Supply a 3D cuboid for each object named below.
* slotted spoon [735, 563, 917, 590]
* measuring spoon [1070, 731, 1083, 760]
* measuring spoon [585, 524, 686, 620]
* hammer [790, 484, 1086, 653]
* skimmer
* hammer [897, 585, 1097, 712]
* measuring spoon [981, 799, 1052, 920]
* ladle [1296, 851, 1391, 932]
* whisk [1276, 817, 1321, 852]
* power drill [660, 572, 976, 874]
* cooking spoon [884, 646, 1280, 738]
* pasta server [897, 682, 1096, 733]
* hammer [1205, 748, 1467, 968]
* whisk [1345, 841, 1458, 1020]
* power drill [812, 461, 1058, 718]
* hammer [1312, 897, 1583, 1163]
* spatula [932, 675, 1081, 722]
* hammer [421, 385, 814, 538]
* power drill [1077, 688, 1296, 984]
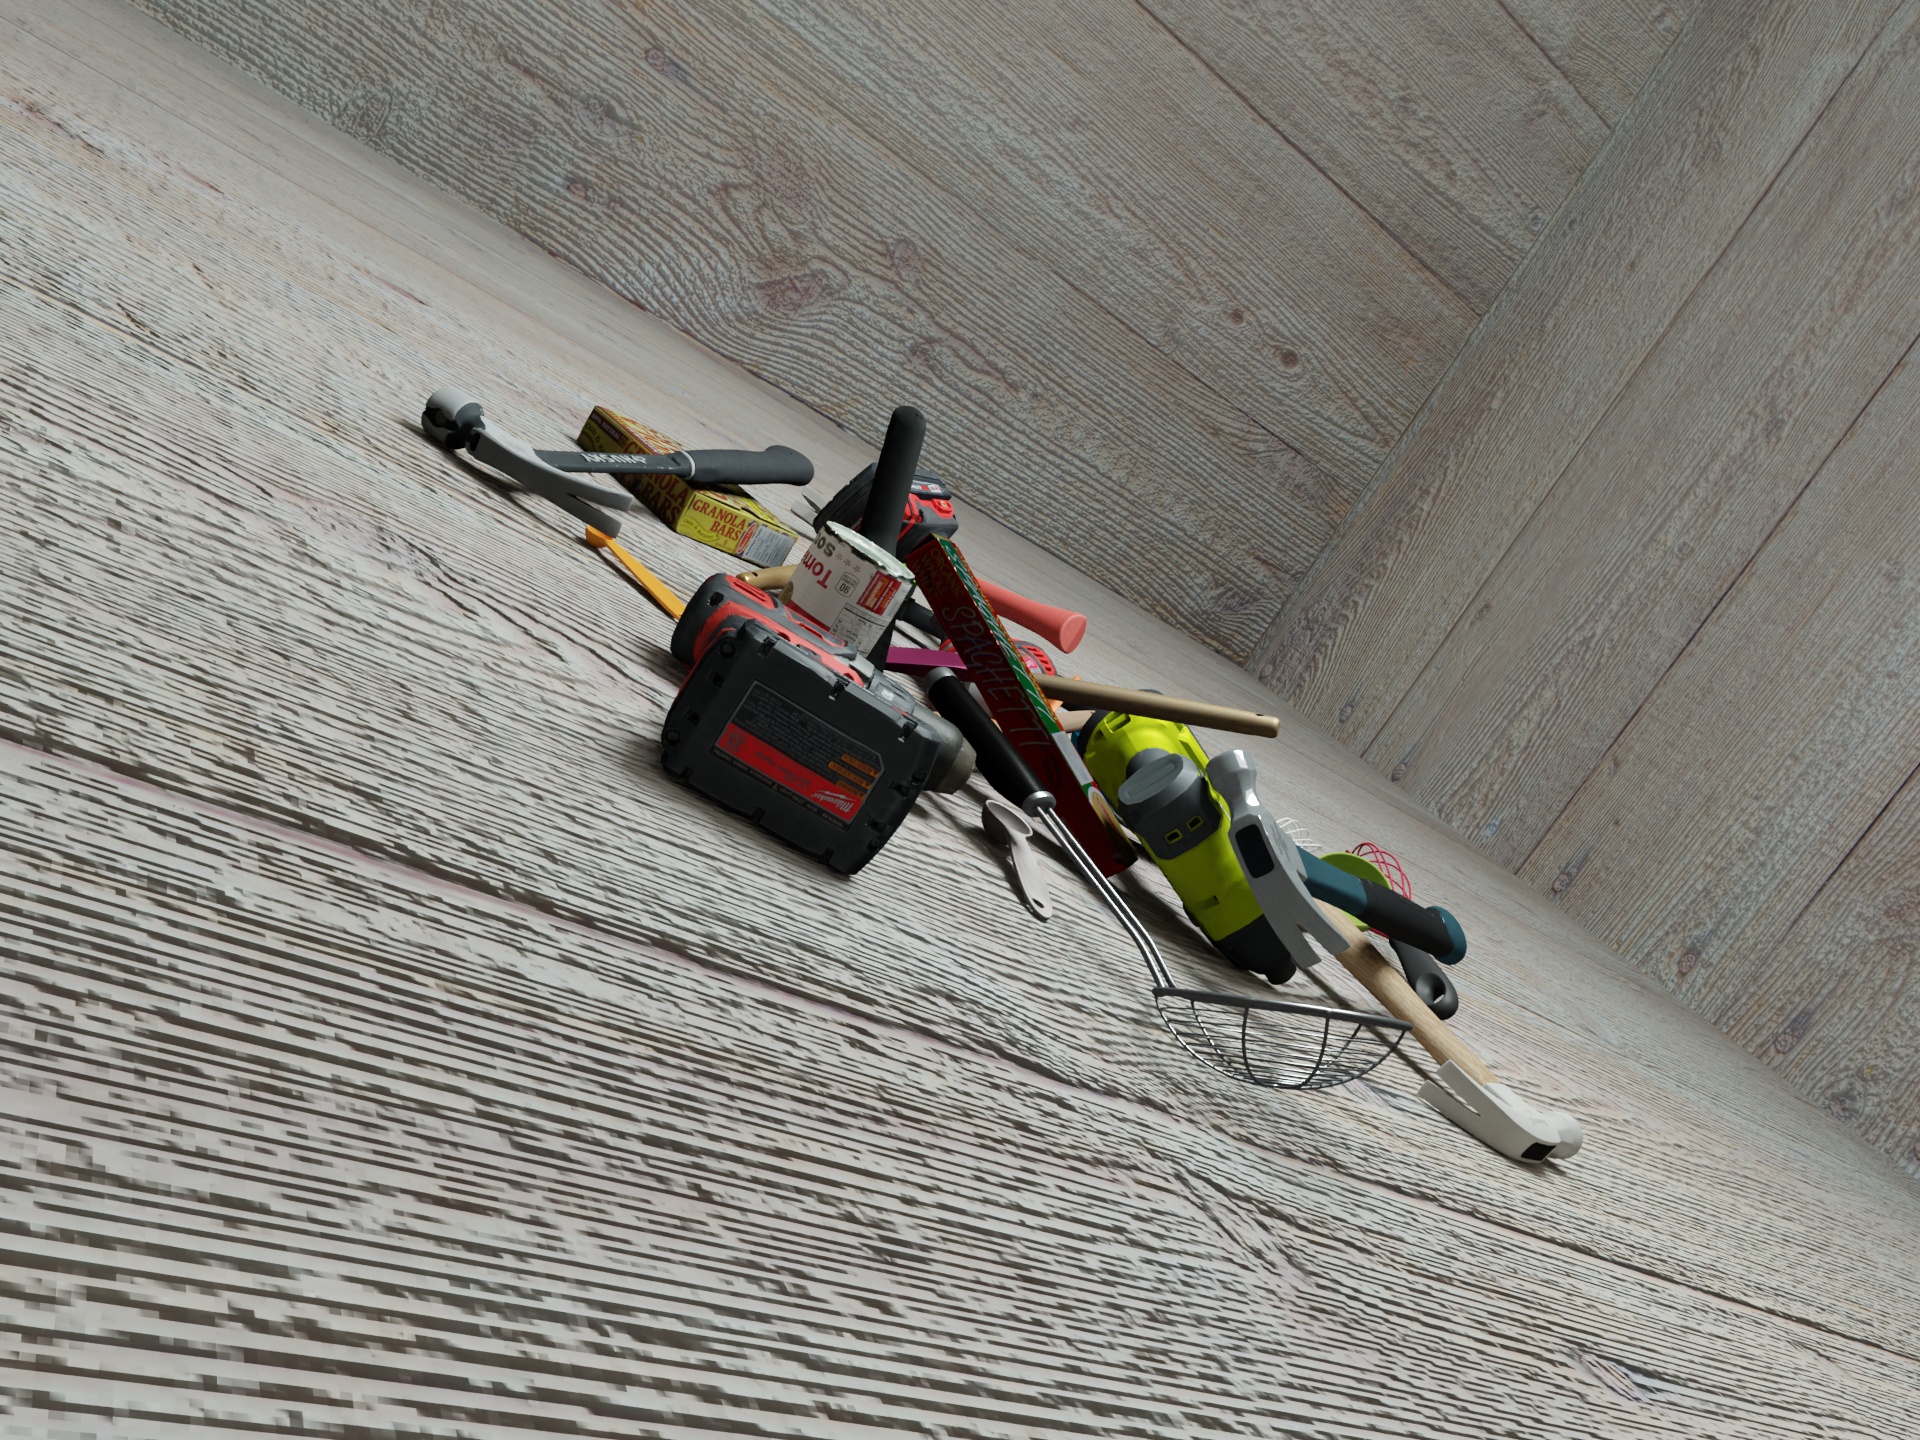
[{"bbox_3d":[-0.096,-0.125,1.314,0.070,0.031,0.313,41,23,14],"label":"slotted spoon"},{"bbox_3d":[0.119,0.046,1.356,0.042,0.021,0.129,27,21,-23],"label":"measuring spoon"},{"bbox_3d":[-0.203,-0.088,1.010,0.117,0.011,0.021,42,18,26],"label":"measuring spoon"},{"bbox_3d":[-0.015,-0.137,1.499,0.149,0.037,0.359,35,-5,-42],"label":"hammer"},{"bbox_3d":[0.094,0.066,0.878,0.127,0.090,0.364,18,26,-48],"label":"skimmer"},{"bbox_3d":[0.057,-0.045,1.428,0.335,0.035,0.146,28,10,6],"label":"hammer"},{"bbox_3d":[0.032,0.084,0.920,0.034,0.018,0.124,29,18,-21],"label":"measuring spoon"},{"bbox_3d":[0.277,0.144,1.261,0.078,0.062,0.320,42,15,22],"label":"ladle"},{"bbox_3d":[0.254,0.110,1.389,0.058,0.059,0.246,-4,-8,33],"label":"whisk"},{"bbox_3d":[-0.066,0.002,0.828,0.187,0.080,0.227,31,7,-12],"label":"power drill"},{"bbox_3d":[0.061,-0.023,1.098,0.319,0.017,0.069,11,14,19],"label":"cooking spoon"},{"bbox_3d":[0.030,0.003,1.089,0.060,0.040,0.316,48,24,19],"label":"pasta server"},{"bbox_3d":[0.268,0.118,1.067,0.330,0.033,0.128,25,42,-50],"label":"hammer"},{"bbox_3d":[0.382,0.184,1.397,0.073,0.073,0.296,31,15,-11],"label":"whisk"},{"bbox_3d":[-0.018,-0.097,1.279,0.220,0.078,0.143,58,28,14],"label":"power drill"},{"bbox_3d":[0.289,0.176,1.119,0.130,0.031,0.332,18,24,-46],"label":"hammer"},{"bbox_3d":[-0.002,-0.004,1.118,0.322,0.081,0.041,3,56,-62],"label":"spatula"},{"bbox_3d":[-0.213,-0.190,1.192,0.149,0.036,0.409,32,18,14],"label":"hammer"},{"bbox_3d":[0.158,0.077,1.097,0.171,0.080,0.223,55,7,-18],"label":"power drill"}]
